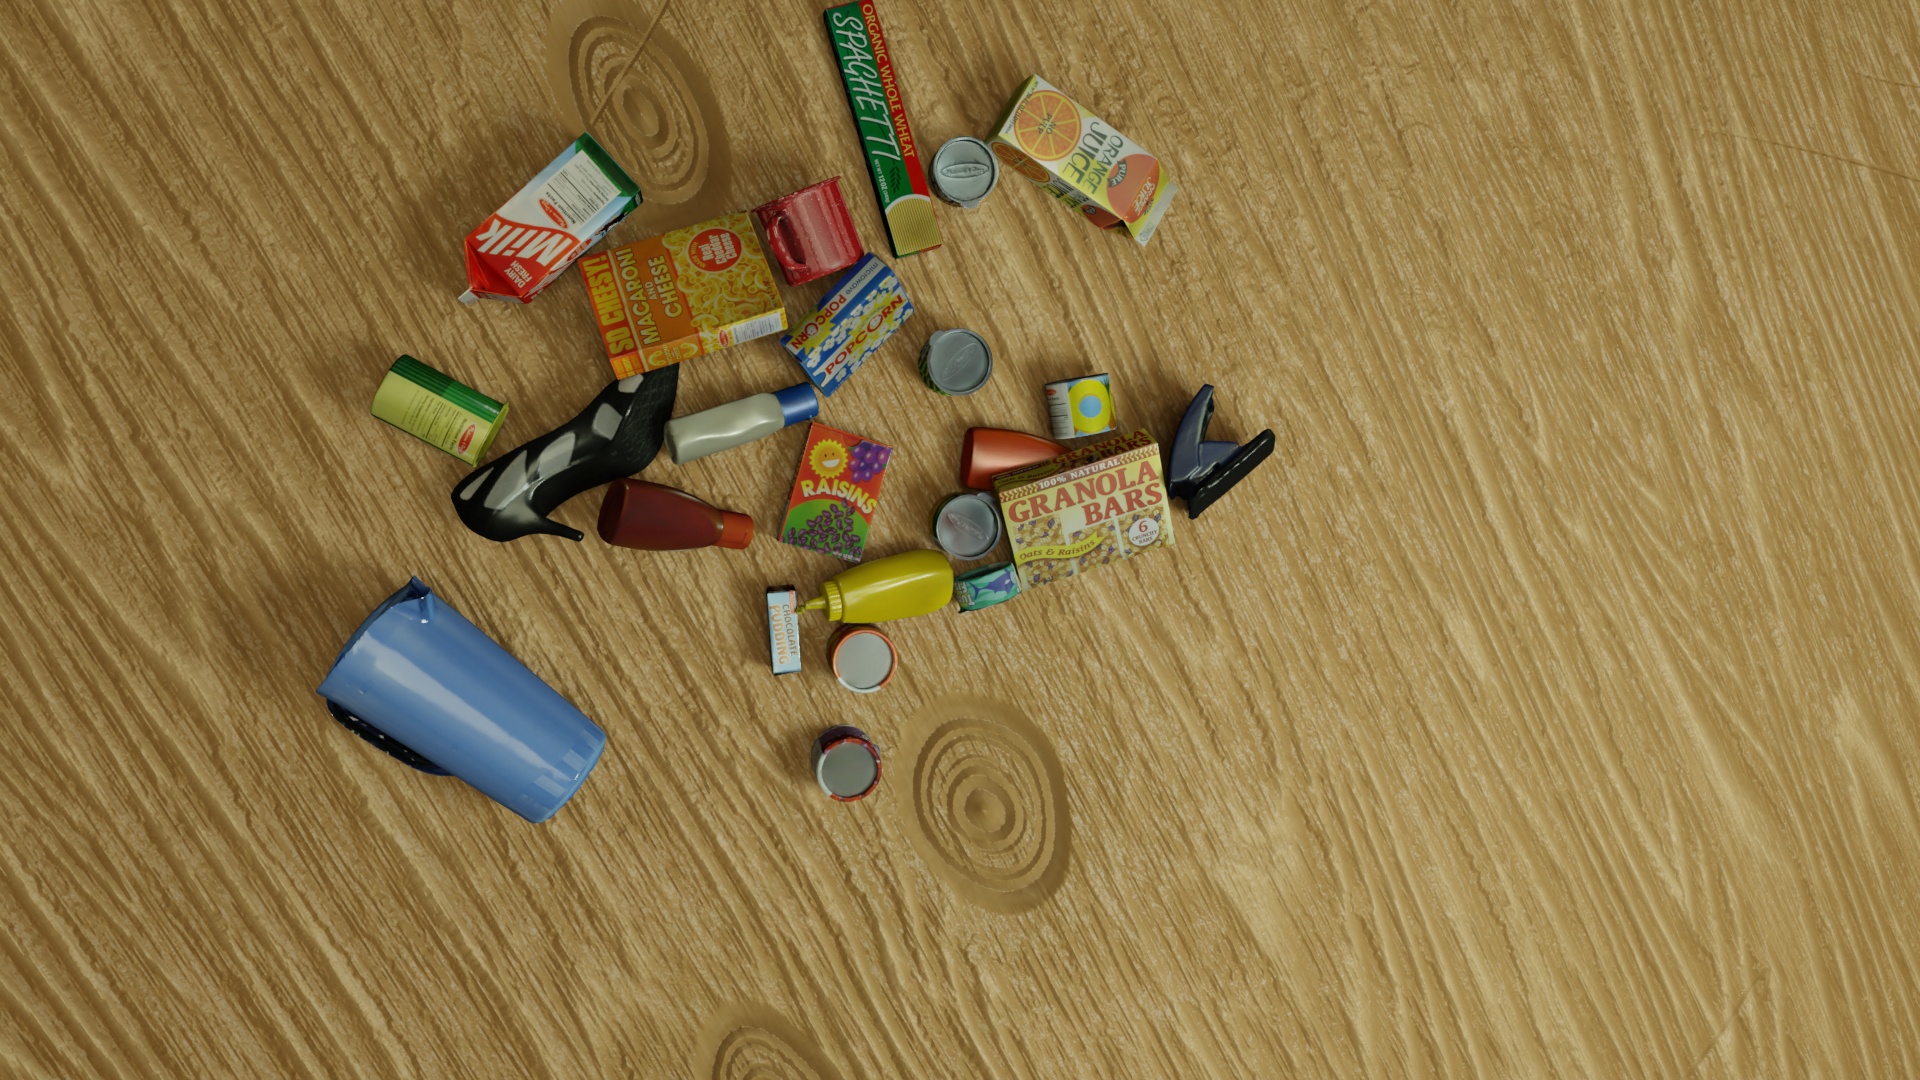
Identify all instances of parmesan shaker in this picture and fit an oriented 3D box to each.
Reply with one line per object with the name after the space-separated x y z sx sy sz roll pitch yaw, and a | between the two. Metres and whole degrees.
-0.482 -0.123 1.290 0.103 0.071 0.071 29 89 -12 | parmesan shaker

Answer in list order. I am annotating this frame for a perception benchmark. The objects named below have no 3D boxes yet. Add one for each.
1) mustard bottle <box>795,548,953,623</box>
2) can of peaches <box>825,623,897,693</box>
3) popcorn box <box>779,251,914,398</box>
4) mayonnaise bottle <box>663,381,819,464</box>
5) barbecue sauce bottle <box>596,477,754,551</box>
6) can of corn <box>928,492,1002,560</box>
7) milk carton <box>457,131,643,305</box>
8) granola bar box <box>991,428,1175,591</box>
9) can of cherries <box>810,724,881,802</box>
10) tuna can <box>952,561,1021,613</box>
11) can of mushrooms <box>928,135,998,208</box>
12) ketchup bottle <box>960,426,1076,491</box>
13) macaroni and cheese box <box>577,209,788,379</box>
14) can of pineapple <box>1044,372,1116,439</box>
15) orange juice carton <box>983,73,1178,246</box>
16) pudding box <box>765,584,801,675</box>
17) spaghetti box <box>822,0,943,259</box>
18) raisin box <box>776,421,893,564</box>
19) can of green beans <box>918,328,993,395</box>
-0.088 0.050 1.378 0.161 0.049 0.065 -10 132 -21 | mustard bottle
-0.099 0.114 1.393 0.071 0.058 0.071 -1 96 -11 | can of peaches
-0.109 -0.209 1.349 0.038 0.085 0.127 42 85 20 | popcorn box
-0.212 -0.116 1.350 0.148 0.064 0.041 -21 83 -20 | mayonnaise bottle
-0.267 -0.018 1.324 0.149 0.044 0.064 10 107 -42 | barbecue sauce bottle
0.005 -0.018 1.404 0.071 0.058 0.071 -1 95 -11 | can of corn
-0.391 -0.285 1.294 0.191 0.072 0.073 -44 101 -6 | milk carton
0.125 -0.031 1.408 0.166 0.039 0.123 -18 122 -4 | granola bar box
-0.113 0.224 1.399 0.071 0.058 0.071 -1 95 -11 | can of cherries
0.024 0.047 1.408 0.071 0.071 0.032 -19 97 -9 | tuna can
0.002 -0.365 1.388 0.071 0.033 0.071 -1 95 -12 | can of mushrooms
0.077 -0.078 1.421 0.149 0.043 0.064 5 100 -12 | ketchup bottle
-0.262 -0.232 1.313 0.167 0.040 0.124 -19 66 -9 | macaroni and cheese box
0.125 -0.137 1.415 0.071 0.071 0.057 -11 97 -10 | can of pineapple
0.125 -0.377 1.392 0.192 0.073 0.072 31 88 -13 | orange juice carton
-0.176 0.088 1.379 0.030 0.049 0.083 -4 95 -10 | pudding box
-0.077 -0.406 1.371 0.050 0.029 0.249 -18 98 -10 | spaghetti box
-0.126 -0.048 1.384 0.086 0.040 0.123 16 90 -12 | raisin box
-0.006 -0.178 1.389 0.071 0.058 0.071 -1 95 -11 | can of green beans
